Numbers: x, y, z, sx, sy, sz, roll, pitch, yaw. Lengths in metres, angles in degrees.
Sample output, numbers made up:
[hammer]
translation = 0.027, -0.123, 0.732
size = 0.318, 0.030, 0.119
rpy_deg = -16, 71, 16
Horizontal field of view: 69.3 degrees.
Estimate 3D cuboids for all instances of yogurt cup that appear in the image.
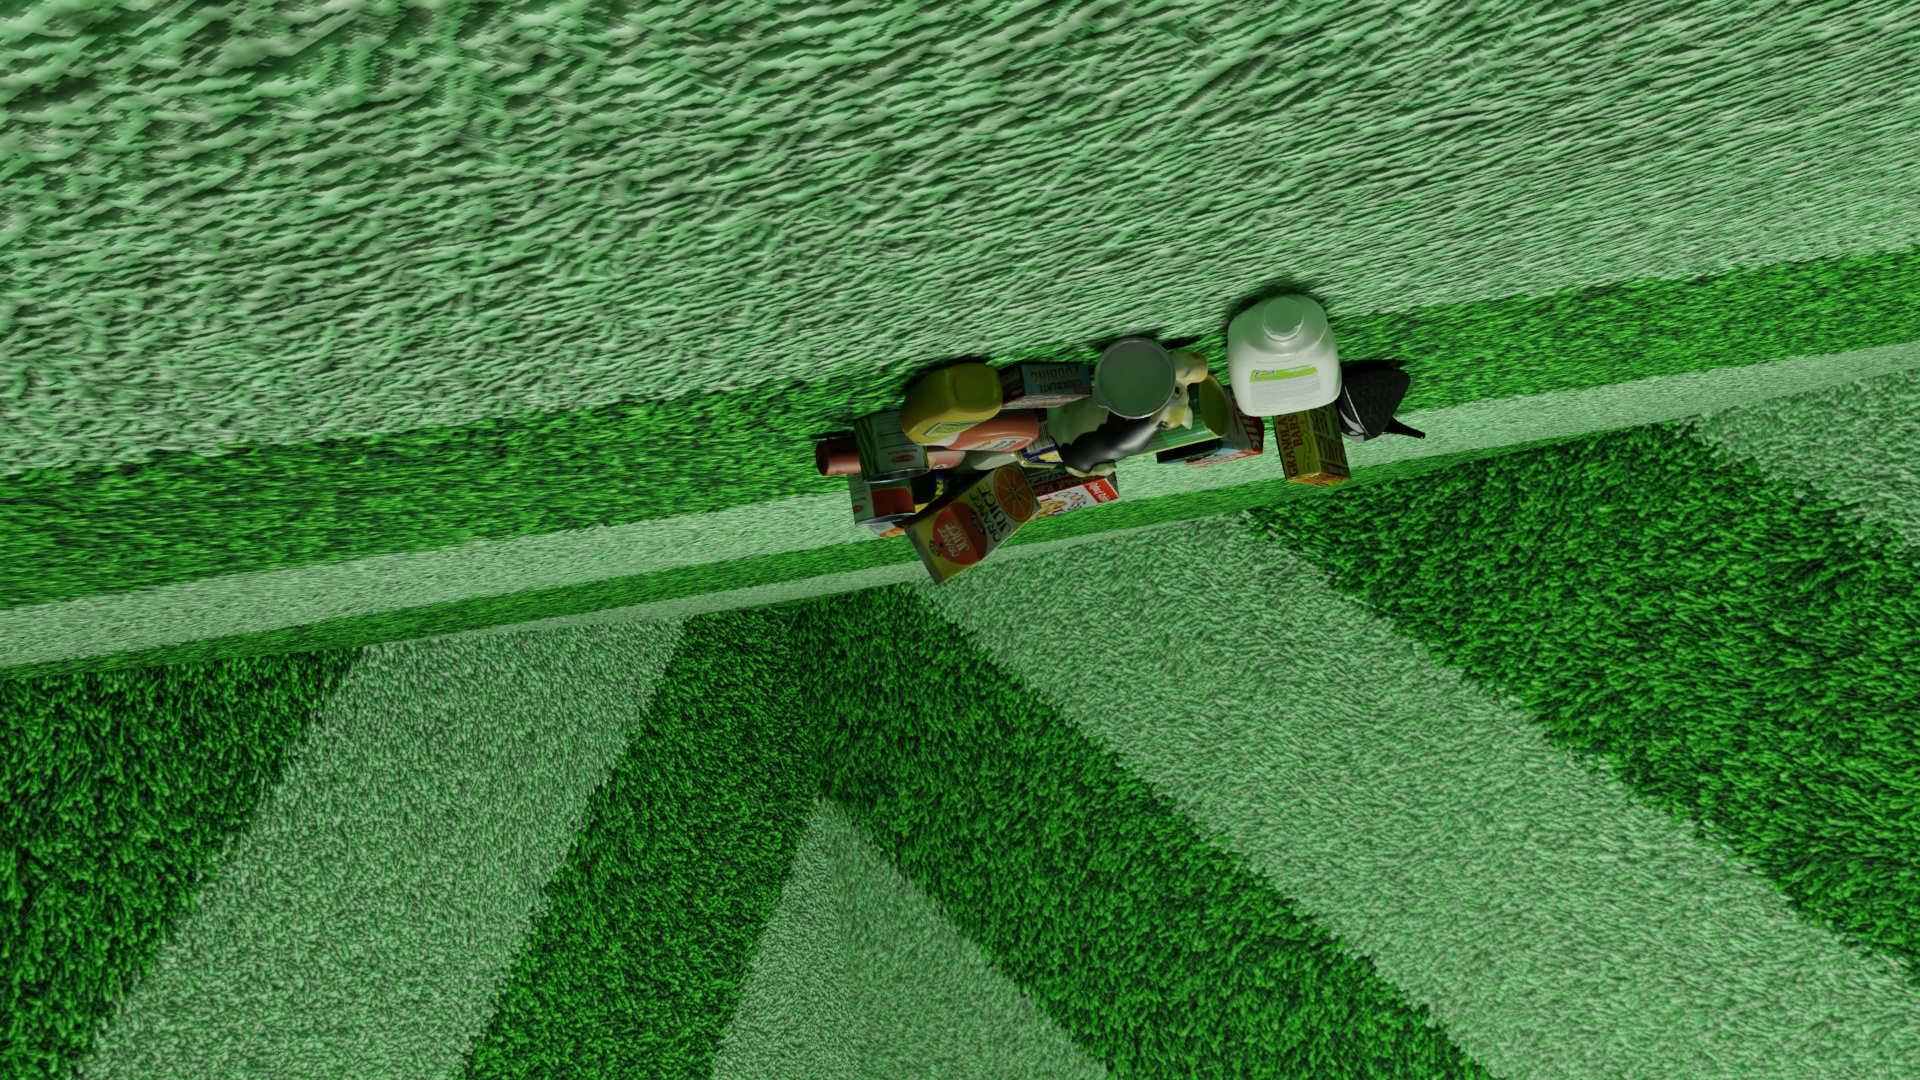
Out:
[yogurt cup]
translation = 0.148, -0.137, 1.178
size = 0.072, 0.072, 0.054
rpy_deg = -11, -177, 8

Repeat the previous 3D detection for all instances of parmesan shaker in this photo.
[parmesan shaker]
translation = 0.212, -0.125, 1.414
size = 0.103, 0.071, 0.071
rpy_deg = -13, 174, 35

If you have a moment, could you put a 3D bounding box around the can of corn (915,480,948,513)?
[can of corn]
translation = -0.056, -0.064, 1.614
size = 0.071, 0.071, 0.058
rpy_deg = -13, 174, 33

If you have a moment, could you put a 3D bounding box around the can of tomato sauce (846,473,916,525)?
[can of tomato sauce]
translation = -0.084, -0.062, 1.465
size = 0.071, 0.083, 0.071
rpy_deg = -10, 175, -1

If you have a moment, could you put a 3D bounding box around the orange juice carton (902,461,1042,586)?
[orange juice carton]
translation = 0.005, -0.019, 1.525
size = 0.073, 0.071, 0.194
rpy_deg = -22, -169, 38

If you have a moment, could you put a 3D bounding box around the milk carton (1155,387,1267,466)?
[milk carton]
translation = 0.278, -0.124, 1.537
size = 0.072, 0.073, 0.191
rpy_deg = -13, 175, 31

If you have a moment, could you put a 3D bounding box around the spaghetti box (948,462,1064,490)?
[spaghetti box]
translation = 0.011, -0.081, 1.646
size = 0.249, 0.050, 0.029
rpy_deg = -13, 172, 37

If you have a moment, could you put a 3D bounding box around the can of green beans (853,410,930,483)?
[can of green beans]
translation = -0.066, -0.089, 1.329
size = 0.071, 0.058, 0.071
rpy_deg = -10, 175, -1

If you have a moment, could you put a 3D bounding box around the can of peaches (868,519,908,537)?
[can of peaches]
translation = -0.084, -0.042, 1.829
size = 0.071, 0.071, 0.058
rpy_deg = -7, 174, -27

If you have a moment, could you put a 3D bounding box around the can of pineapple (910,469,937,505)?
[can of pineapple]
translation = -0.066, -0.066, 1.541
size = 0.058, 0.071, 0.071
rpy_deg = -13, 174, 27

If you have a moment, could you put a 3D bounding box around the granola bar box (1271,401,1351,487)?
[granola bar box]
translation = 0.357, -0.121, 1.432
size = 0.039, 0.124, 0.166
rpy_deg = -14, 174, 25

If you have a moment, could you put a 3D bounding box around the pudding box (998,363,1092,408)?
[pudding box]
translation = 0.069, -0.136, 1.224
size = 0.084, 0.030, 0.049
rpy_deg = -6, 175, -39

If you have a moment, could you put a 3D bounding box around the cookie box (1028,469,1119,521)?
[cookie box]
translation = 0.104, -0.060, 1.708
size = 0.167, 0.040, 0.123
rpy_deg = -15, 168, 12

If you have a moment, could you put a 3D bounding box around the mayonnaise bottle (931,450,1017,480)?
[mayonnaise bottle]
translation = 0.022, -0.097, 1.531
size = 0.065, 0.041, 0.148
rpy_deg = -13, 180, -42

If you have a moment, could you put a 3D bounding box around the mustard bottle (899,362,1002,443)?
[mustard bottle]
translation = -0.017, -0.113, 1.199
size = 0.065, 0.049, 0.160
rpy_deg = -6, 174, -22

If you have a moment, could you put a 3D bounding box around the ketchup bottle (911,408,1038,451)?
[ketchup bottle]
translation = 0.009, -0.110, 1.339
size = 0.064, 0.043, 0.149
rpy_deg = -15, 173, 38

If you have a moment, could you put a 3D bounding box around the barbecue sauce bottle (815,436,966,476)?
[barbecue sauce bottle]
translation = -0.071, -0.090, 1.402
size = 0.149, 0.044, 0.064
rpy_deg = -7, 170, -26
